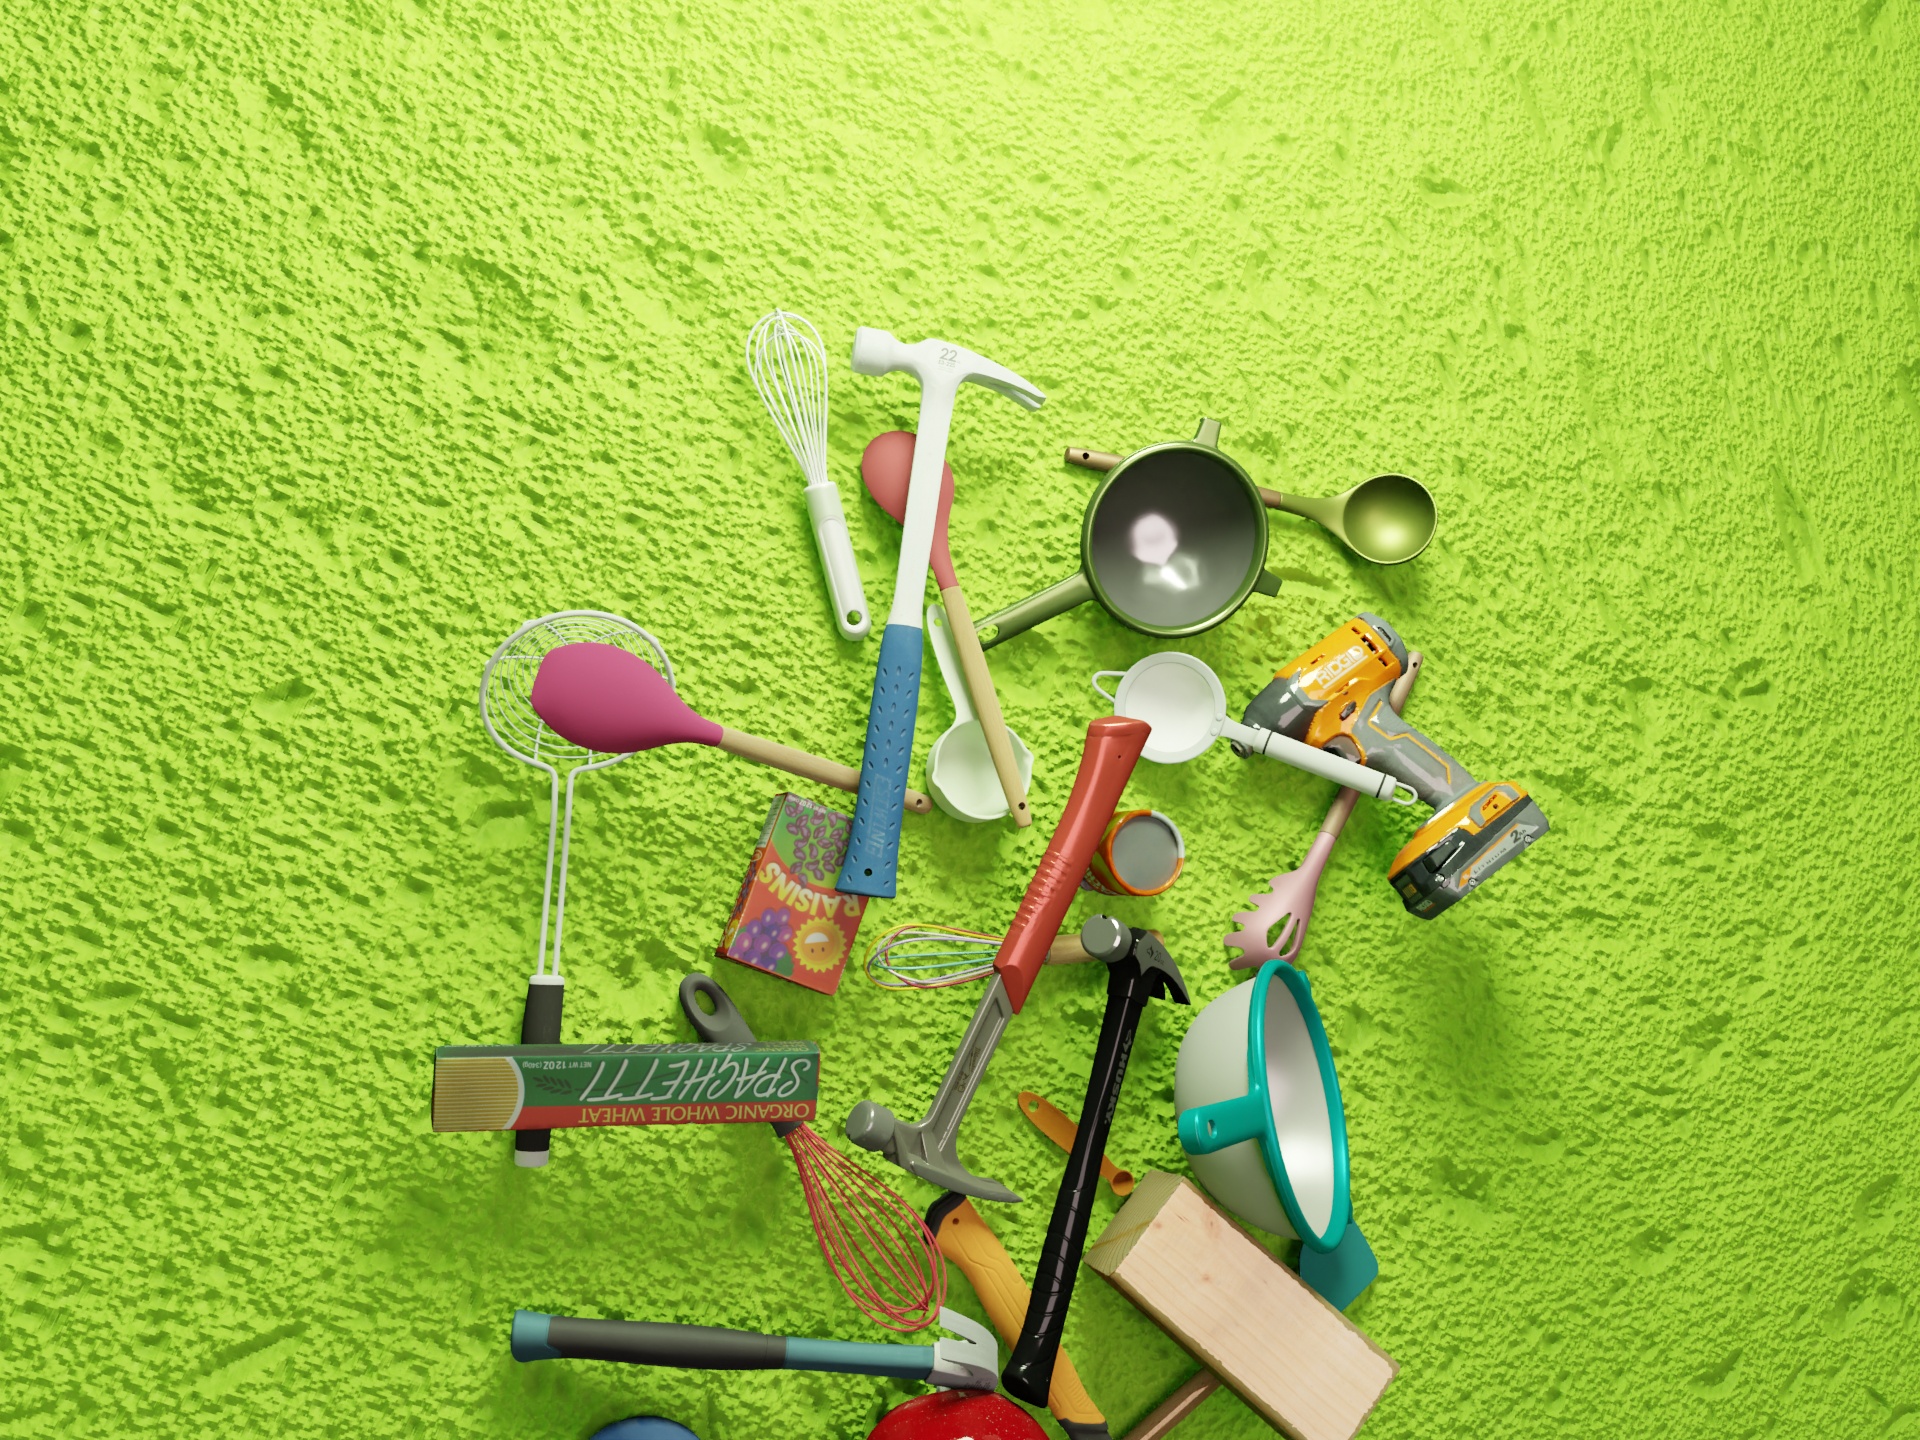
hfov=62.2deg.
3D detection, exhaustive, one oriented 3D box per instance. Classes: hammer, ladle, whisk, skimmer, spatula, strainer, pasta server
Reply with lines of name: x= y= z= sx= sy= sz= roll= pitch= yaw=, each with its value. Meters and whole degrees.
hammer: x=-0.133 y=0.425 z=1.068 sx=0.331 sy=0.128 sz=0.033 roll=9 pitch=49 yaw=-12
ladle: x=-0.002 y=-0.072 z=1.170 sx=0.069 sy=0.031 sz=0.315 roll=-16 pitch=83 yaw=-21
hammer: x=0.091 y=0.315 z=1.136 sx=0.146 sy=0.035 sz=0.335 roll=37 pitch=65 yaw=-54
whisk: x=-0.105 y=0.299 z=1.107 sx=0.073 sy=0.073 sz=0.296 roll=-36 pitch=91 yaw=-20
whisk: x=-0.104 y=-0.177 z=1.157 sx=0.058 sy=0.059 sz=0.246 roll=-15 pitch=95 yaw=-9
skimmer: x=-0.262 y=0.111 z=1.045 sx=0.127 sy=0.090 sz=0.363 roll=6 pitch=83 yaw=-24
hammer: x=0.082 y=0.484 z=1.154 sx=0.127 sy=0.034 sz=0.337 roll=-33 pitch=92 yaw=-12
hammer: x=-0.033 y=-0.076 z=1.133 sx=0.144 sy=0.035 sz=0.406 roll=9 pitch=81 yaw=-9
spatula: x=0.200 y=0.492 z=1.220 sx=0.317 sy=0.044 sz=0.082 roll=-34 pitch=97 yaw=-15
ladle: x=0.237 y=-0.185 z=1.281 sx=0.320 sy=0.062 sz=0.078 roll=9 pitch=83 yaw=-17
strainer: x=0.186 y=0.281 z=1.127 sx=0.340 sy=0.095 sz=0.211 roll=16 pitch=63 yaw=-61
strainer: x=0.111 y=-0.119 z=1.230 sx=0.256 sy=0.069 sz=0.151 roll=-26 pitch=106 yaw=-4
pasta server: x=0.306 y=0.073 z=1.299 sx=0.060 sy=0.040 sz=0.316 roll=36 pitch=70 yaw=-14
hammer: x=0.055 y=0.163 z=1.143 sx=0.149 sy=0.037 sz=0.359 roll=30 pitch=81 yaw=-28
strainer: x=0.224 y=0.014 z=1.220 sx=0.258 sy=0.050 sz=0.087 roll=22 pitch=94 yaw=15
whisk: x=0.044 y=0.170 z=1.182 sx=0.245 sy=0.051 sz=0.047 roll=-1 pitch=80 yaw=-24

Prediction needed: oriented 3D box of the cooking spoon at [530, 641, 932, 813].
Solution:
cooking spoon: x=-0.144 y=0.018 z=1.087 sx=0.318 sy=0.017 sz=0.069 roll=21 pitch=84 yaw=-36

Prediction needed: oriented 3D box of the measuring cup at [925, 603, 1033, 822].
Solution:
measuring cup: x=-0.002 y=-0.004 z=1.187 sx=0.083 sy=0.038 sz=0.168 roll=-13 pitch=79 yaw=-23

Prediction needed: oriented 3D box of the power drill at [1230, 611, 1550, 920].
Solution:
power drill: x=0.330 y=0.042 z=1.253 sx=0.164 sy=0.084 sz=0.227 roll=-33 pitch=75 yaw=-15

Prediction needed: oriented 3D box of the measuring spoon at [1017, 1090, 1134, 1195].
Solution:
measuring spoon: x=0.086 y=0.318 z=1.201 sx=0.117 sy=0.011 sz=0.021 roll=42 pitch=75 yaw=-8
